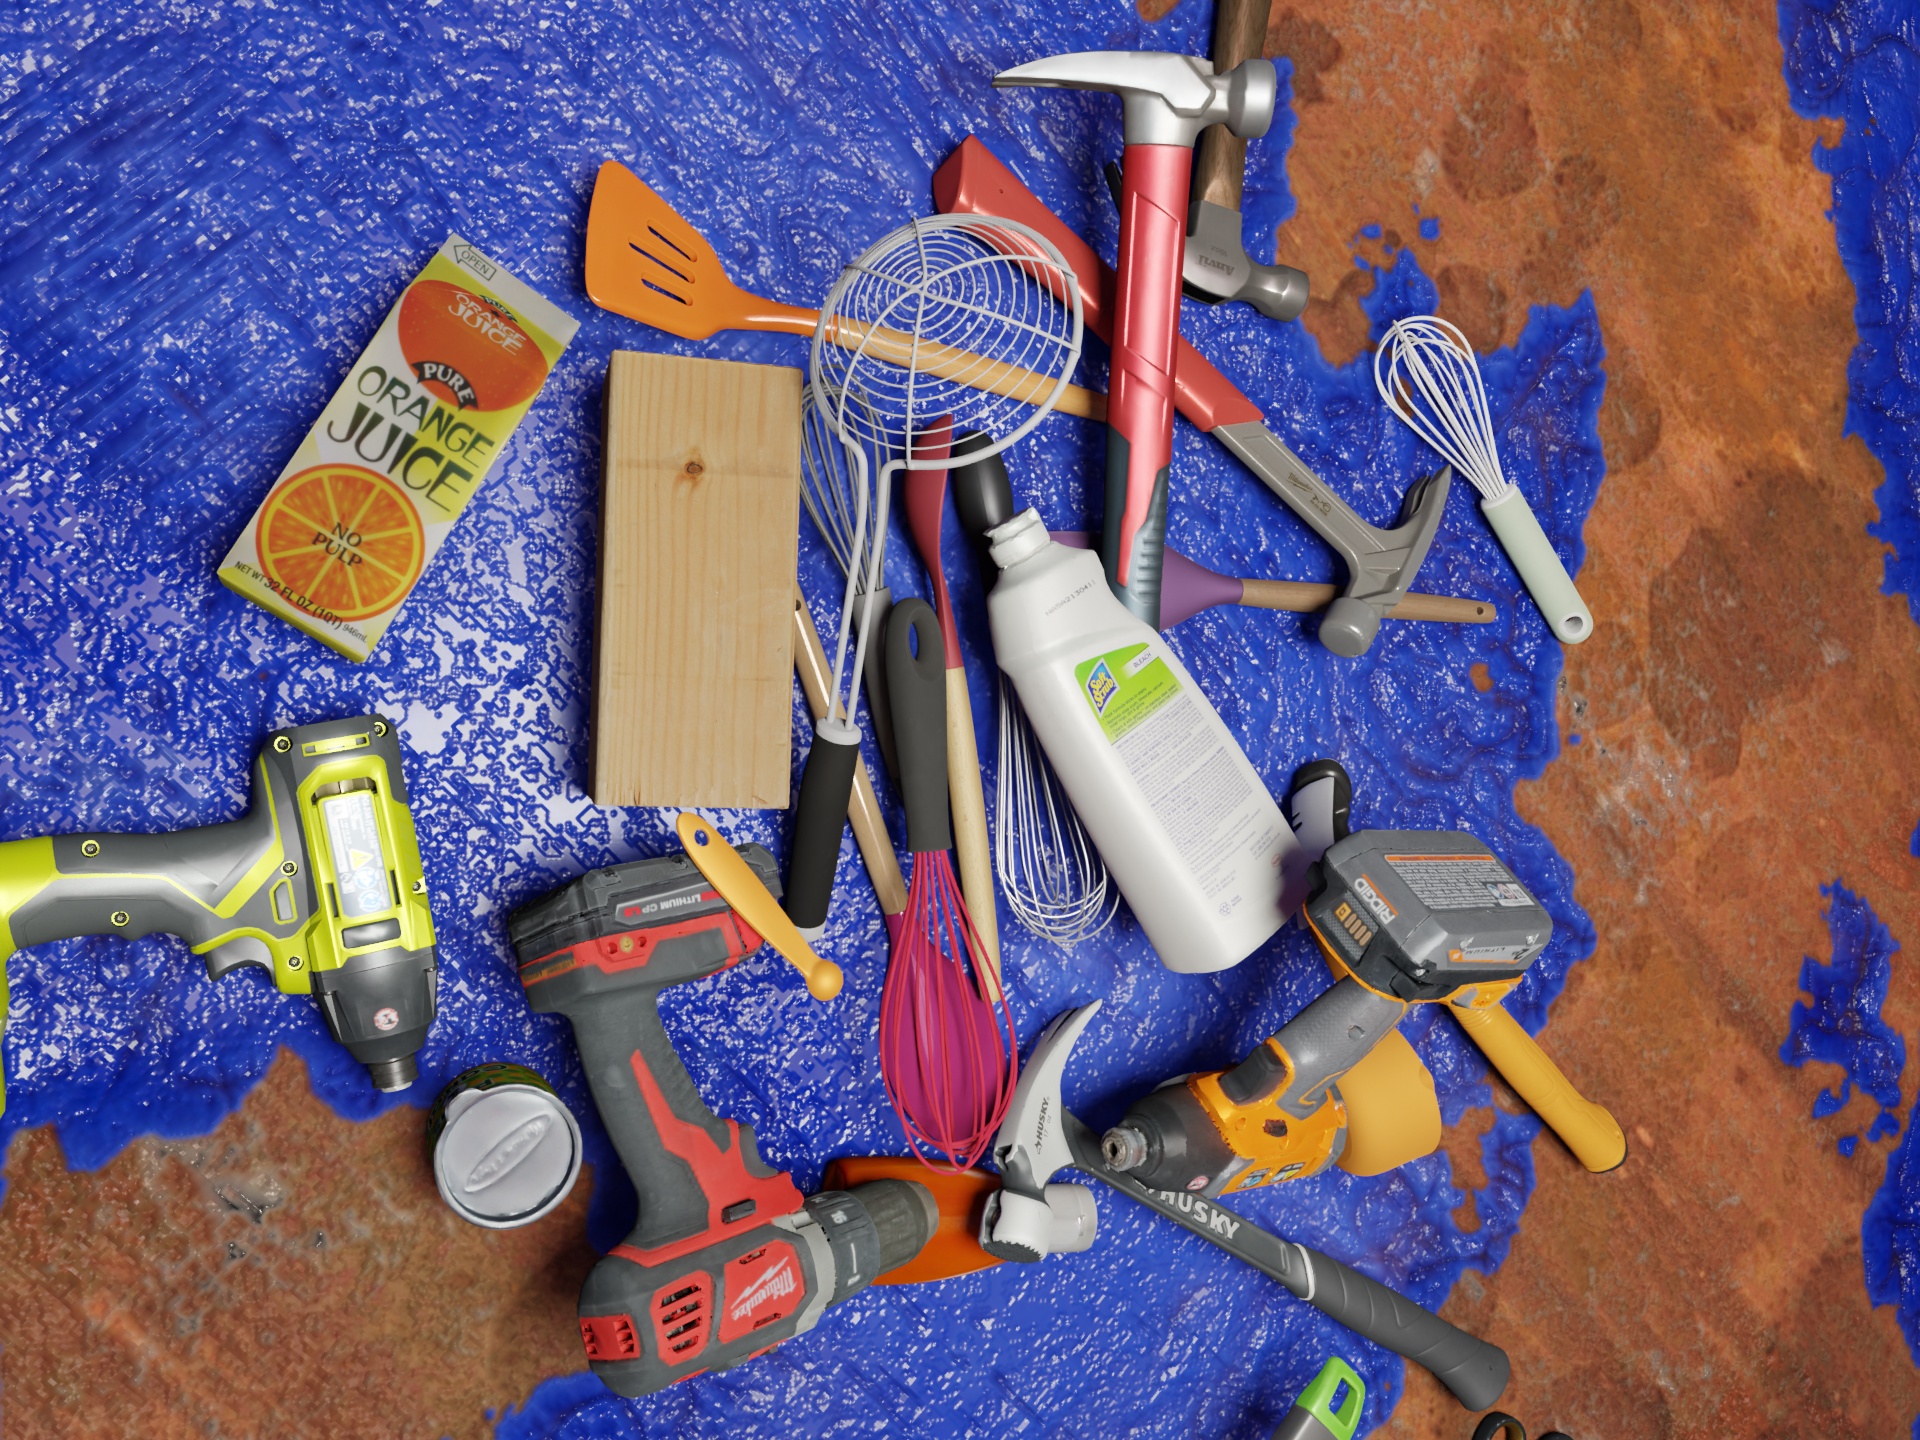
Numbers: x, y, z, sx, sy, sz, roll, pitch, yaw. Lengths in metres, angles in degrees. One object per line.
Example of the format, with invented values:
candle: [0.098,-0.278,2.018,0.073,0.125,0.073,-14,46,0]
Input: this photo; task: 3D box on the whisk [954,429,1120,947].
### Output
whisk: [0.034,-0.018,0.861,0.070,0.070,0.284,-10,89,-22]

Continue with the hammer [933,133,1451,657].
hammer: [0.133,-0.199,0.902,0.359,0.037,0.149,40,61,-15]

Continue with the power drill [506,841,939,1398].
power drill: [-0.107,0.178,0.749,0.187,0.080,0.227,-6,76,-44]

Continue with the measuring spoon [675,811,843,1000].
measuring spoon: [-0.091,0.086,0.738,0.116,0.011,0.021,52,47,-17]

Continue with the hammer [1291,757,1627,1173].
hammer: [0.306,0.172,0.957,0.336,0.034,0.127,46,32,-21]

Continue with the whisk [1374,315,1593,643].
whisk: [0.331,-0.146,0.991,0.058,0.059,0.246,-31,109,17]

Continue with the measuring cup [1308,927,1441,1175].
measuring cup: [0.214,0.181,0.929,0.052,0.095,0.174,-21,80,-17]

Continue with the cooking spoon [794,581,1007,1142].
cooking spoon: [-0.042,0.077,0.845,0.068,0.017,0.319,-22,99,-23]

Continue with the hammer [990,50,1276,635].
hammer: [0.080,-0.149,0.847,0.143,0.038,0.386,2,103,-1]

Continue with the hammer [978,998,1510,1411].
hammer: [0.181,0.304,0.913,0.408,0.036,0.149,34,50,-24]

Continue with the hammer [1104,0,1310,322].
hammer: [0.162,-0.407,0.925,0.130,0.031,0.331,10,86,-23]

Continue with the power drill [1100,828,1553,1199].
power drill: [0.174,0.159,0.806,0.164,0.084,0.226,4,129,-41]

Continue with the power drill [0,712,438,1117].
power drill: [-0.346,0.099,0.689,0.223,0.080,0.171,-11,94,-25]

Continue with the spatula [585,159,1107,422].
spatula: [-0.040,-0.203,0.834,0.322,0.041,0.081,11,69,-24]

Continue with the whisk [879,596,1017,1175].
whisk: [-0.014,0.085,0.812,0.073,0.073,0.296,-5,91,-23]

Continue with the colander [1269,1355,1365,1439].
colander: [0.080,0.505,0.857,0.204,0.094,0.397,48,69,-16]

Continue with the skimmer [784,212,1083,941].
skimmer: [-0.033,-0.057,0.768,0.090,0.127,0.363,-32,140,-53]

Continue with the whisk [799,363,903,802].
whisk: [-0.045,-0.066,0.830,0.055,0.055,0.239,-17,101,-22]

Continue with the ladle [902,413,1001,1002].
ladle: [-0.001,-0.003,0.846,0.031,0.069,0.315,-7,97,-2]

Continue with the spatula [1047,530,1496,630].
spatula: [0.186,-0.072,0.941,0.315,0.018,0.060,2,90,-21]
